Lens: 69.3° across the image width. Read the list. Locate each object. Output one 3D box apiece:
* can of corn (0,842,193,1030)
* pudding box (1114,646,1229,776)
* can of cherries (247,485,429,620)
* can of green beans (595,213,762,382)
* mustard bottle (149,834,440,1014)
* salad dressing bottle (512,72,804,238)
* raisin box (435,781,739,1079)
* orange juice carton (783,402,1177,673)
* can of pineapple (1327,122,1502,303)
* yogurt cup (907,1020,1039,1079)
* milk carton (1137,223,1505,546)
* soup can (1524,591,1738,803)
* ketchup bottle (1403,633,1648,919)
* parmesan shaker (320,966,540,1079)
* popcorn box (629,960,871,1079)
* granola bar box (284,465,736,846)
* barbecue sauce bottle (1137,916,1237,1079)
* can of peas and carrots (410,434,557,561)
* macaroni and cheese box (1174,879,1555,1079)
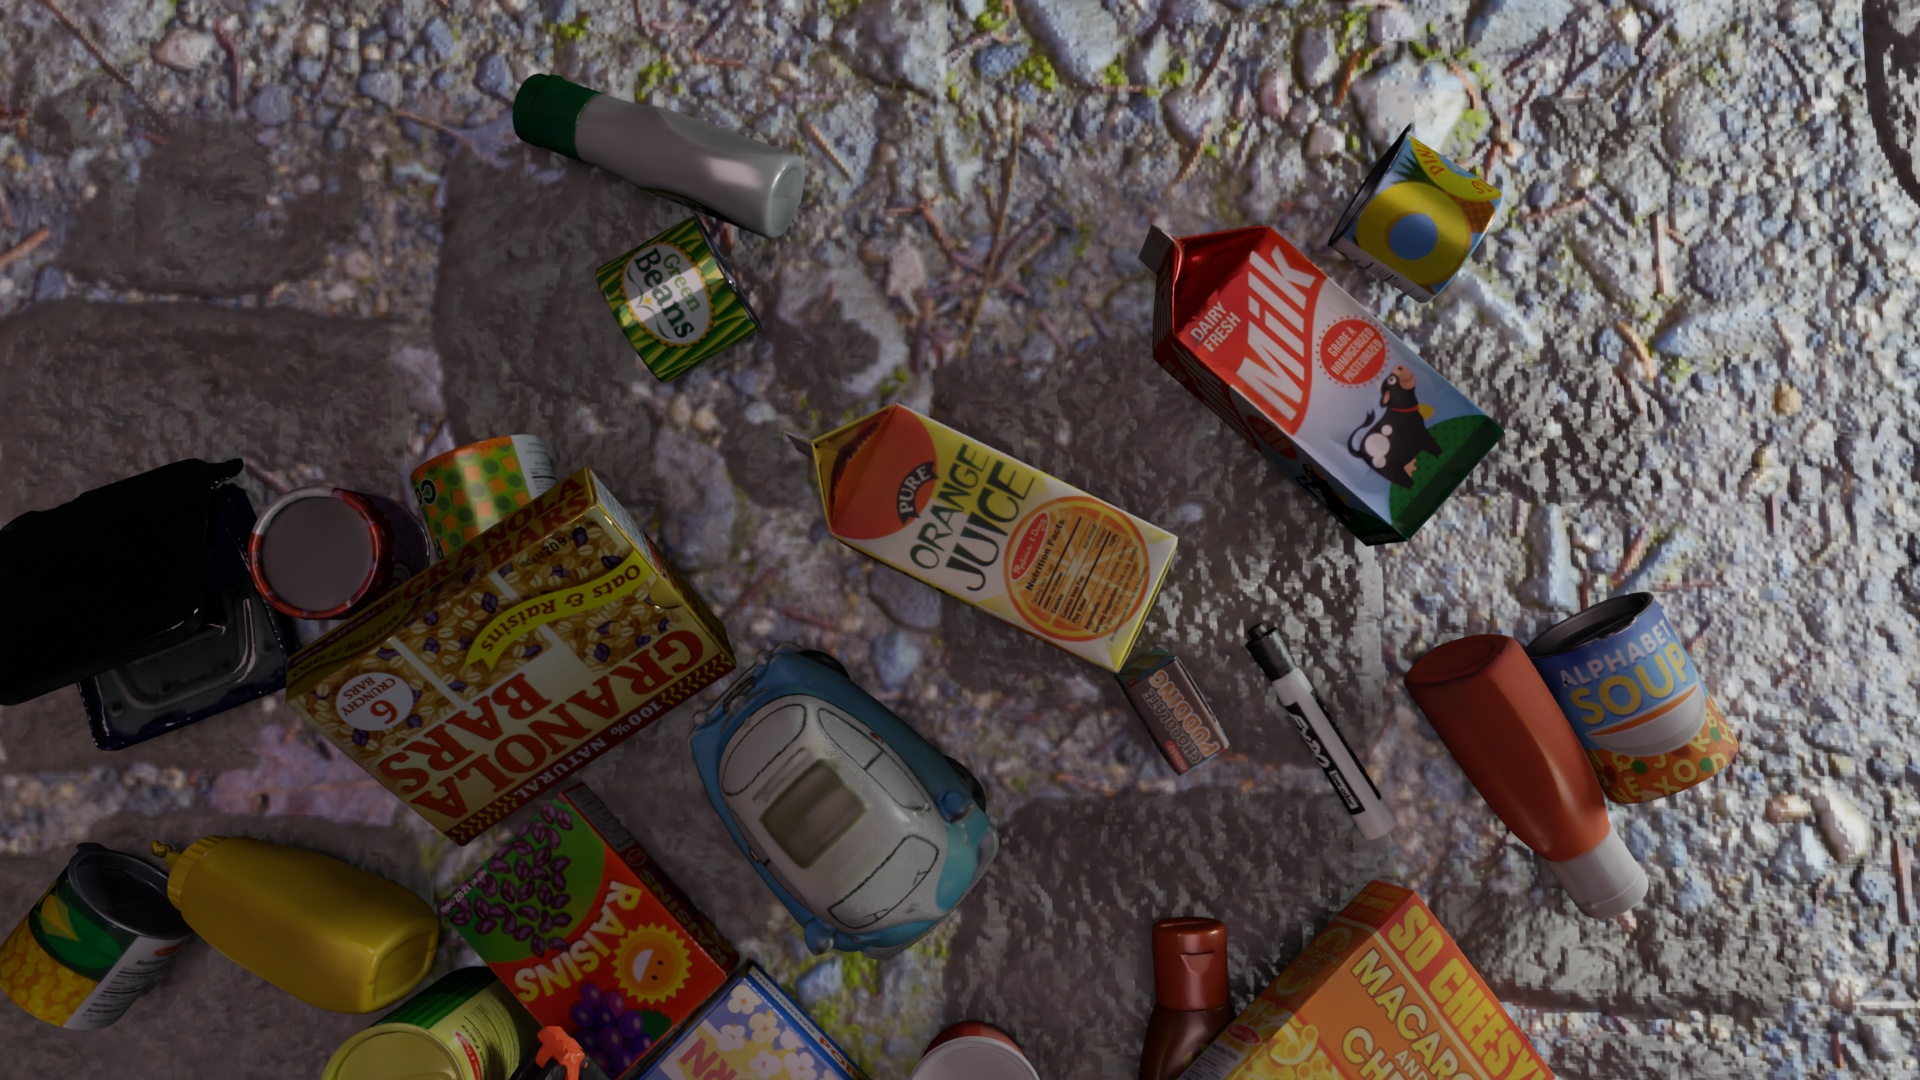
[{"bbox_3d":[-0.423,0.193,0.678,0.071,0.071,0.058,39,88,2],"label":"can of corn"},{"bbox_3d":[0.101,0.082,0.674,0.030,0.083,0.049,-32,88,2],"label":"pudding box"},{"bbox_3d":[-0.307,0.009,0.692,0.071,0.058,0.071,0,86,1],"label":"can of cherries"},{"bbox_3d":[-0.141,-0.121,0.695,0.058,0.071,0.071,-30,87,-1],"label":"can of green beans"},{"bbox_3d":[-0.334,0.179,0.679,0.160,0.065,0.048,17,101,18],"label":"mustard bottle"},{"bbox_3d":[-0.154,-0.198,0.705,0.148,0.064,0.044,22,106,10],"label":"salad dressing bottle"},{"bbox_3d":[-0.183,0.196,0.690,0.086,0.040,0.123,-43,86,-2],"label":"raisin box"},{"bbox_3d":[0.002,-0.009,0.685,0.193,0.072,0.073,25,87,2],"label":"orange juice carton"},{"bbox_3d":[0.228,-0.162,0.695,0.058,0.071,0.071,32,88,1],"label":"can of pineapple"},{"bbox_3d":[0.006,0.269,0.677,0.072,0.054,0.072,0,87,0],"label":"yogurt cup"},{"bbox_3d":[0.163,-0.086,0.689,0.190,0.072,0.073,42,88,3],"label":"milk carton"},{"bbox_3d":[0.328,0.077,0.678,0.071,0.071,0.084,-29,87,-1],"label":"soup can"},{"bbox_3d":[0.282,0.117,0.683,0.044,0.064,0.148,-37,96,-25],"label":"ketchup bottle"},{"bbox_3d":[-0.246,0.249,0.655,0.071,0.103,0.071,0,87,1],"label":"parmesan shaker"},{"bbox_3d":[-0.092,0.284,0.685,0.127,0.038,0.085,45,87,3],"label":"popcorn box"},{"bbox_3d":[-0.210,0.059,0.664,0.165,0.039,0.123,-33,129,-1],"label":"granola bar box"},{"bbox_3d":[0.116,0.263,0.682,0.065,0.043,0.148,-3,86,-6],"label":"barbecue sauce bottle"},{"bbox_3d":[-0.233,-0.014,0.689,0.071,0.071,0.058,-20,86,-1],"label":"can of peas and carrots"},{"bbox_3d":[0.184,0.264,0.658,0.167,0.040,0.123,-39,96,-17],"label":"macaroni and cheese box"}]
